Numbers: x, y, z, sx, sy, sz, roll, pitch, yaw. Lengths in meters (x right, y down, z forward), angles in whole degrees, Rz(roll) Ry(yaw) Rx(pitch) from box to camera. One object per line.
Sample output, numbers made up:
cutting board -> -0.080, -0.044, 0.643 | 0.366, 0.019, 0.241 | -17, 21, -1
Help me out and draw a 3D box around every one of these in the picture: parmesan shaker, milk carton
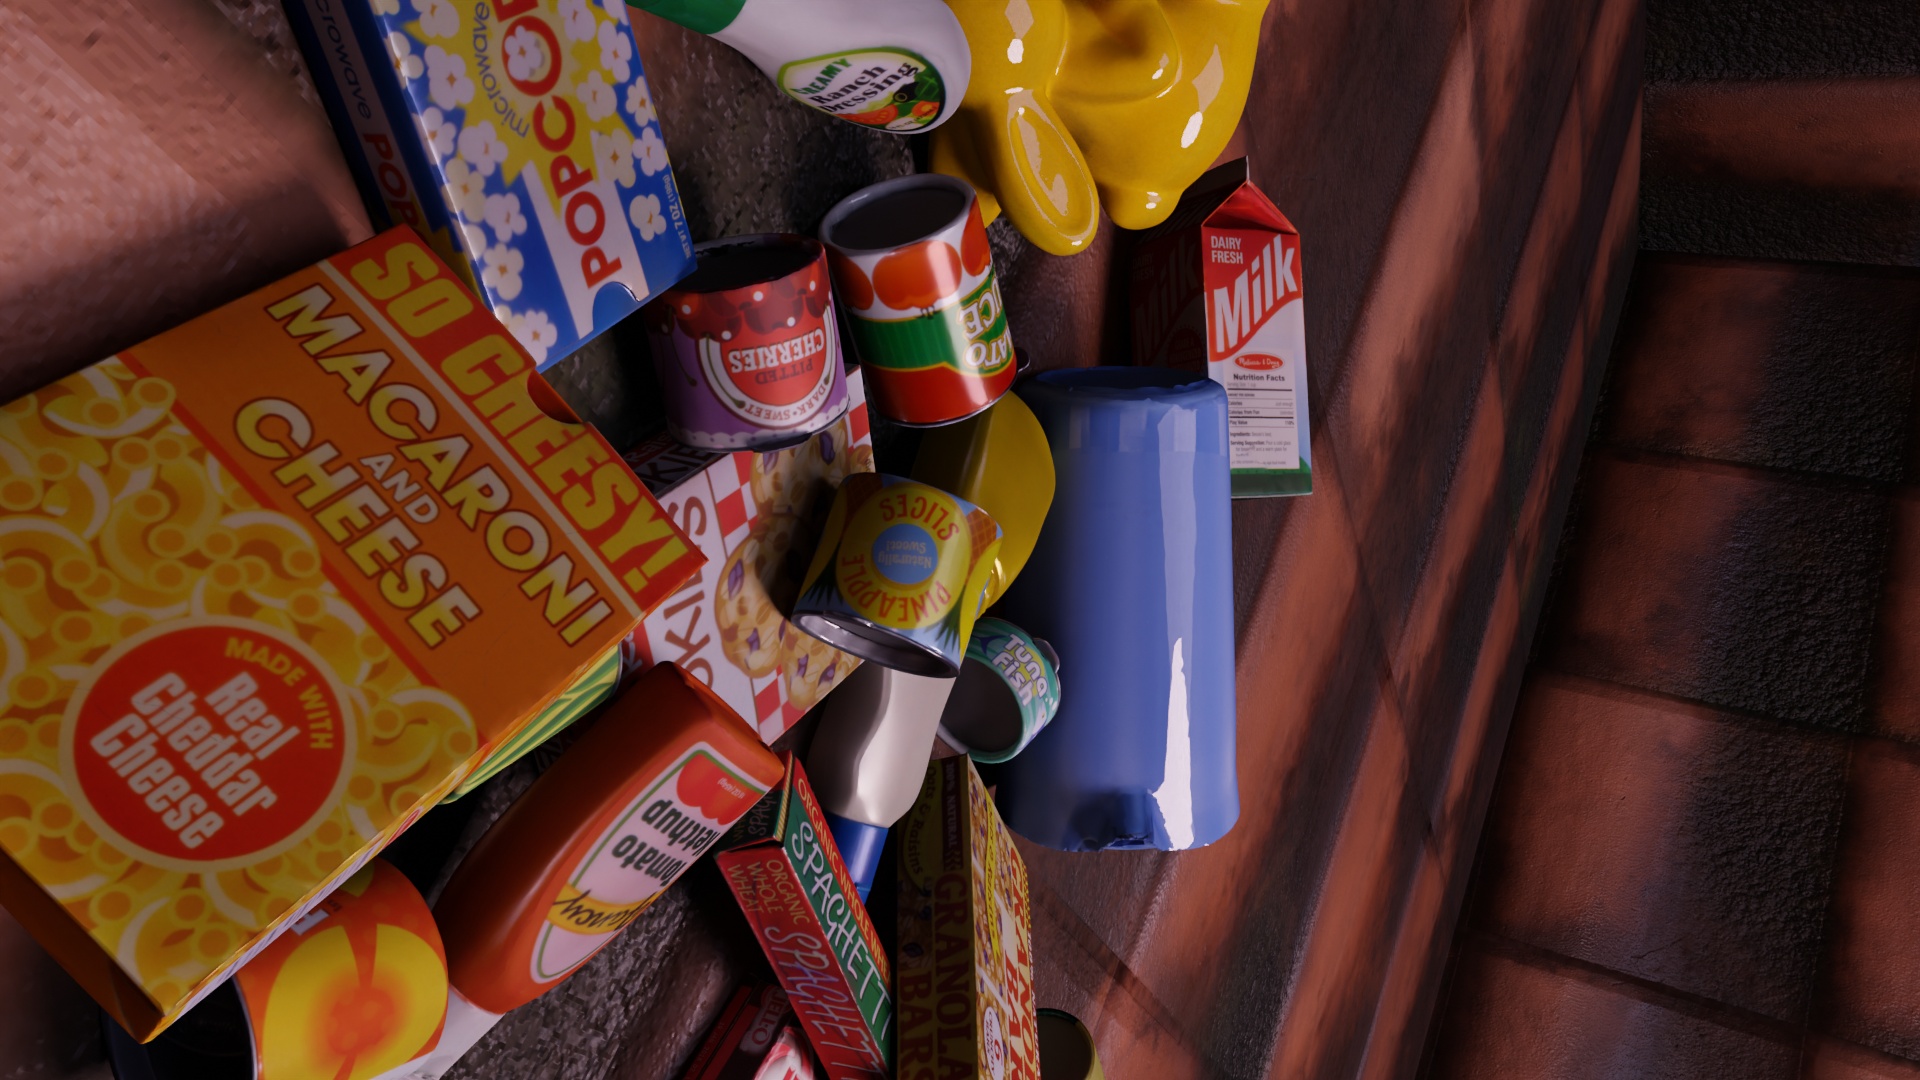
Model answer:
parmesan shaker -> 0.058, 0.340, 0.852 | 0.072, 0.071, 0.102 | -53, 141, -37
milk carton -> 0.146, -0.118, 0.795 | 0.073, 0.072, 0.190 | -2, 89, -29

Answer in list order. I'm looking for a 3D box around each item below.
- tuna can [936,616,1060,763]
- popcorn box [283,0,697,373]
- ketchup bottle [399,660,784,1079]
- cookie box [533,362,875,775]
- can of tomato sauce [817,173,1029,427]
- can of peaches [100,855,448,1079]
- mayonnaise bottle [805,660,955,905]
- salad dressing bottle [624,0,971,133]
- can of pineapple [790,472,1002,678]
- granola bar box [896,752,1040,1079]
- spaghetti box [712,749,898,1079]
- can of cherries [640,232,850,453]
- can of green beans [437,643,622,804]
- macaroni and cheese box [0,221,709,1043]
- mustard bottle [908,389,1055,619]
tuna can -> 0.014, 0.073, 0.680 | 0.033, 0.071, 0.070 | -37, 131, -48
popcorn box -> -0.131, -0.121, 0.401 | 0.085, 0.038, 0.126 | -48, 138, -43
ketchup bottle -> -0.126, 0.106, 0.430 | 0.149, 0.043, 0.064 | -44, 147, -7
cookie box -> -0.090, 0.020, 0.515 | 0.168, 0.040, 0.122 | -41, 133, -47
can of tomato sauce -> -0.014, -0.100, 0.574 | 0.071, 0.071, 0.082 | -53, 141, -37
can of peaches -> -0.181, 0.119, 0.369 | 0.058, 0.071, 0.071 | -7, 105, -59
mayonnaise bottle -> -0.039, 0.088, 0.626 | 0.064, 0.041, 0.148 | 29, 76, -52
salad dressing bottle -> -0.058, -0.184, 0.487 | 0.148, 0.064, 0.044 | 3, 78, -51
can of pineapple -> -0.023, 0.013, 0.518 | 0.071, 0.071, 0.058 | 43, 61, -56
granola bar box -> 0.004, 0.206, 0.665 | 0.123, 0.039, 0.166 | 67, 16, -46
spaghetti box -> -0.047, 0.194, 0.592 | 0.050, 0.028, 0.248 | -89, 164, -55
can of cherries -> -0.073, -0.069, 0.482 | 0.072, 0.071, 0.058 | -41, 133, -47
can of green beans -> -0.143, 0.034, 0.404 | 0.058, 0.071, 0.071 | -36, 129, -49
macaroni and cheese box -> -0.158, 0.010, 0.329 | 0.123, 0.040, 0.167 | 49, 46, -5
mustard bottle -> 0.002, -0.008, 0.609 | 0.065, 0.048, 0.161 | 55, 30, -22
